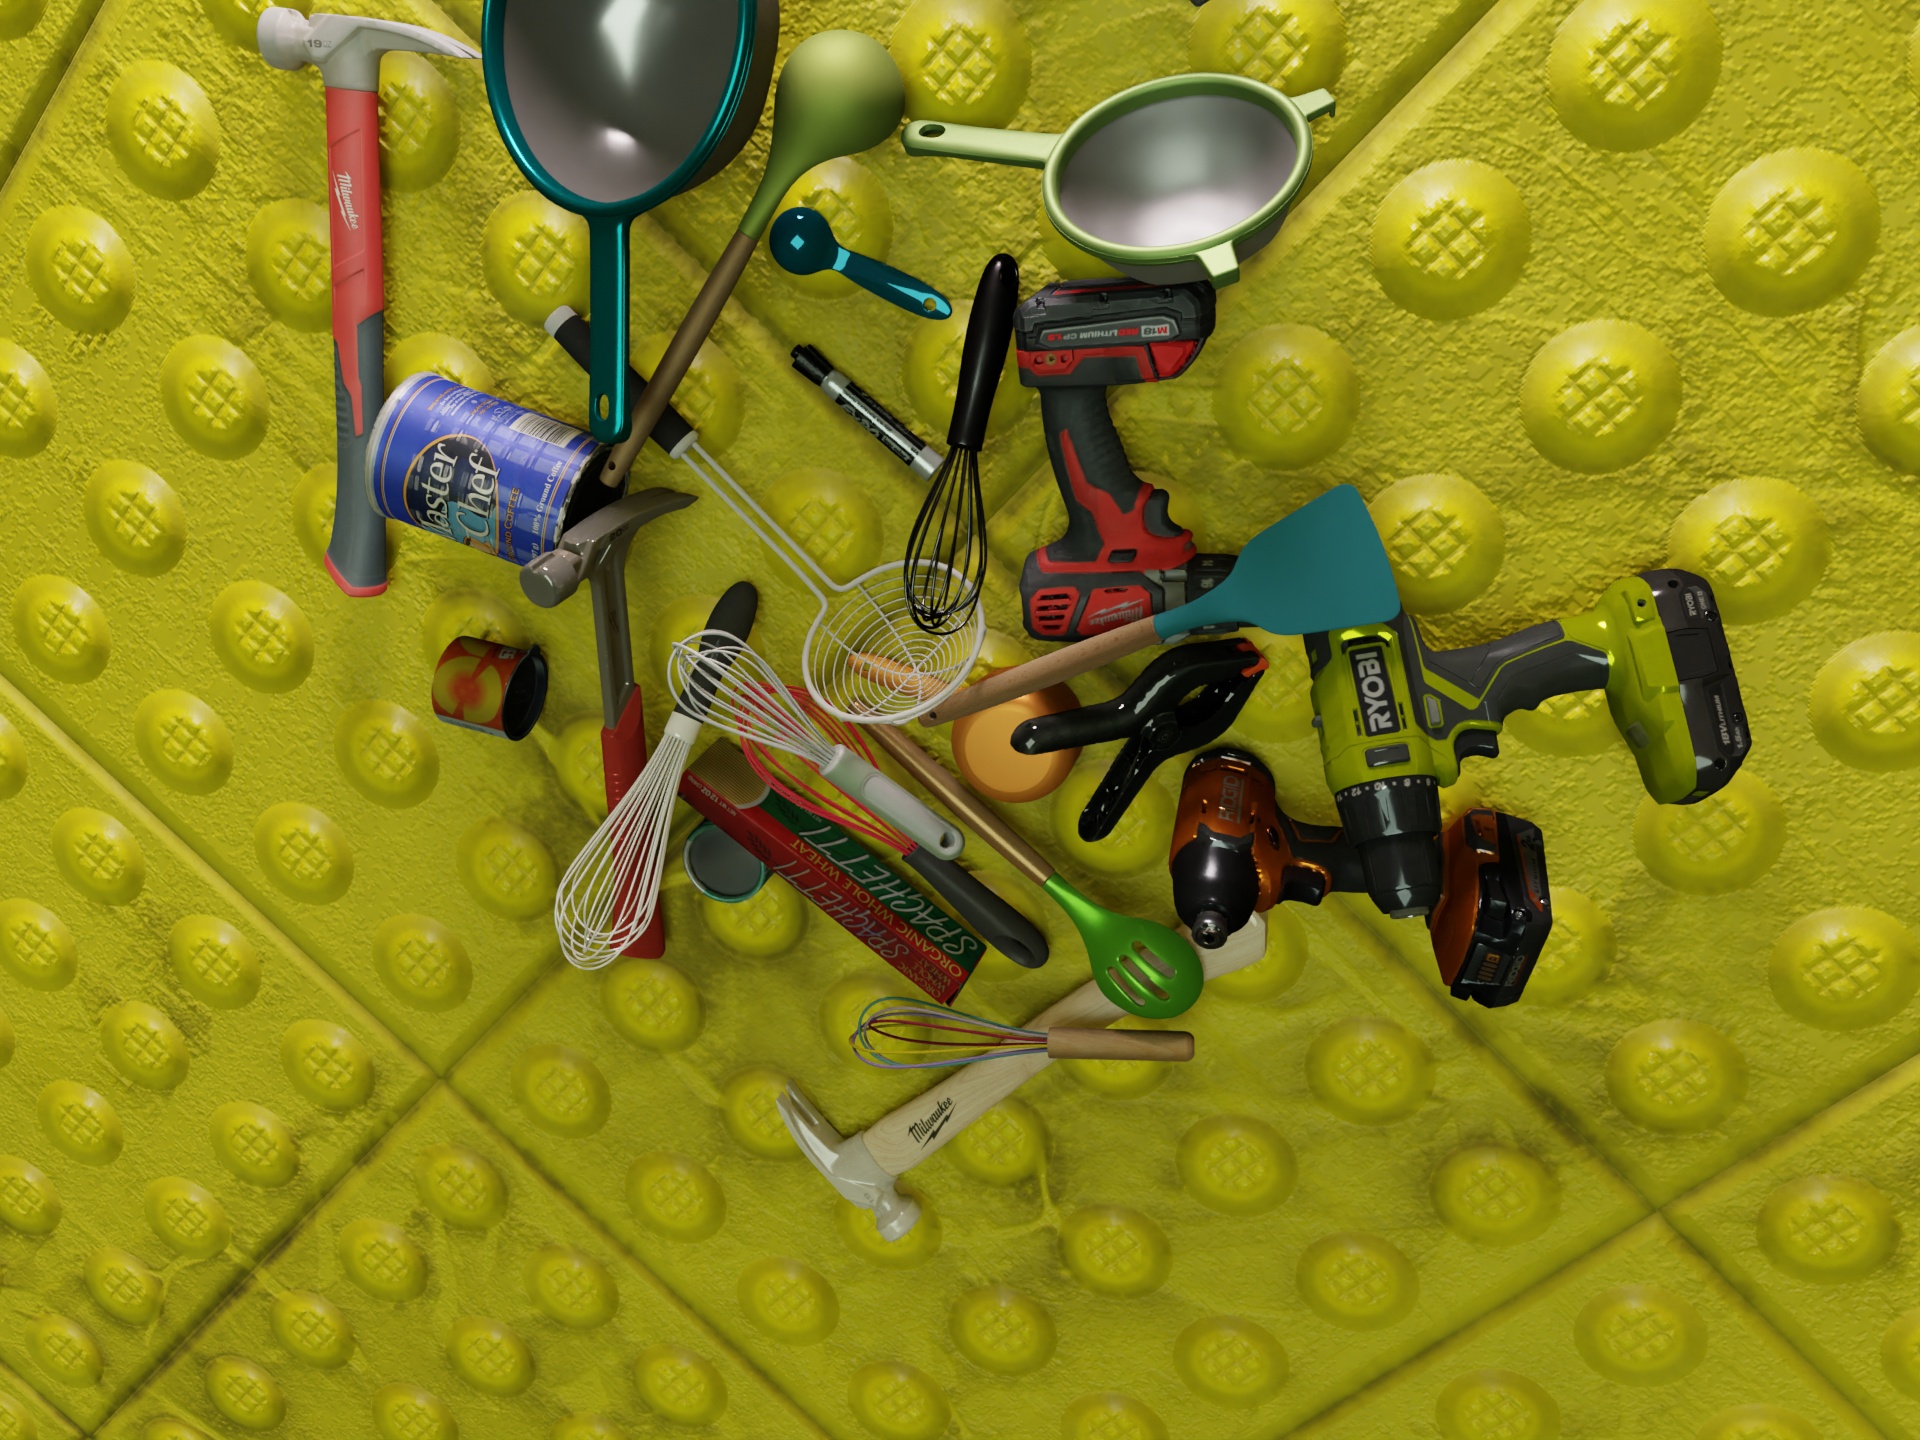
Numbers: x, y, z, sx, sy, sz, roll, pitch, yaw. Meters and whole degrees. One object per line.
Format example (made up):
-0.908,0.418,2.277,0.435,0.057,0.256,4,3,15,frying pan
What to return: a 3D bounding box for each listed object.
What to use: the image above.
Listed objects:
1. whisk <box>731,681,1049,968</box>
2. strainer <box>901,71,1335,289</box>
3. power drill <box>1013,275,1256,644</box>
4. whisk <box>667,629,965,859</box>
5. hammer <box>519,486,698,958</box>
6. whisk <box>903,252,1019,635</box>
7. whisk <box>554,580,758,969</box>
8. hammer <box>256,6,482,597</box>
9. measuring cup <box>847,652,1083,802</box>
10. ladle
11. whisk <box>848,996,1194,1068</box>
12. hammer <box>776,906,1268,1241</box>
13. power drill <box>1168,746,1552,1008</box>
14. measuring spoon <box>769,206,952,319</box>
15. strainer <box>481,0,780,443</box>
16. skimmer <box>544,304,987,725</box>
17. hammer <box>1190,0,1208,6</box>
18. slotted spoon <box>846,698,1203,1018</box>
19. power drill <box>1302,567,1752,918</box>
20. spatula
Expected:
-0.047,0.076,1.114,0.295,0.073,0.073,43,114,-10,whisk
0.081,-0.308,0.928,0.256,0.151,0.069,18,155,27,strainer
0.124,-0.153,0.975,0.188,0.080,0.226,0,113,14,power drill
-0.090,0.021,1.045,0.246,0.059,0.058,37,78,-22,whisk
-0.231,0.019,1.123,0.037,0.149,0.358,18,126,23,hammer
0.006,-0.170,0.985,0.055,0.055,0.239,12,93,10,whisk
-0.202,0.034,1.081,0.070,0.070,0.285,22,83,5,whisk
-0.396,-0.268,1.082,0.143,0.038,0.386,10,112,9,hammer
-0.002,-0.003,1.072,0.173,0.052,0.095,21,114,3,measuring cup
-0.139,-0.278,0.989,0.078,0.062,0.320,39,111,10,ladle
0.041,0.223,1.119,0.245,0.047,0.051,-1,72,10,whisk
0.046,0.233,1.159,0.410,0.038,0.146,-38,96,23,hammer
0.242,0.103,0.991,0.226,0.164,0.084,13,125,7,power drill
-0.065,-0.283,1.000,0.128,0.021,0.042,27,114,5,measuring spoon
-0.181,-0.338,0.952,0.211,0.095,0.340,11,105,31,strainer
-0.137,-0.144,1.035,0.363,0.090,0.127,45,81,-2,skimmer
-0.027,-0.503,0.903,0.409,0.036,0.149,23,113,4,hammer
0.039,0.093,1.093,0.314,0.031,0.070,42,109,6,slotted spoon
0.324,0.008,0.928,0.228,0.080,0.191,-9,75,5,power drill
0.105,-0.048,0.973,0.317,0.044,0.082,-20,92,32,spatula
